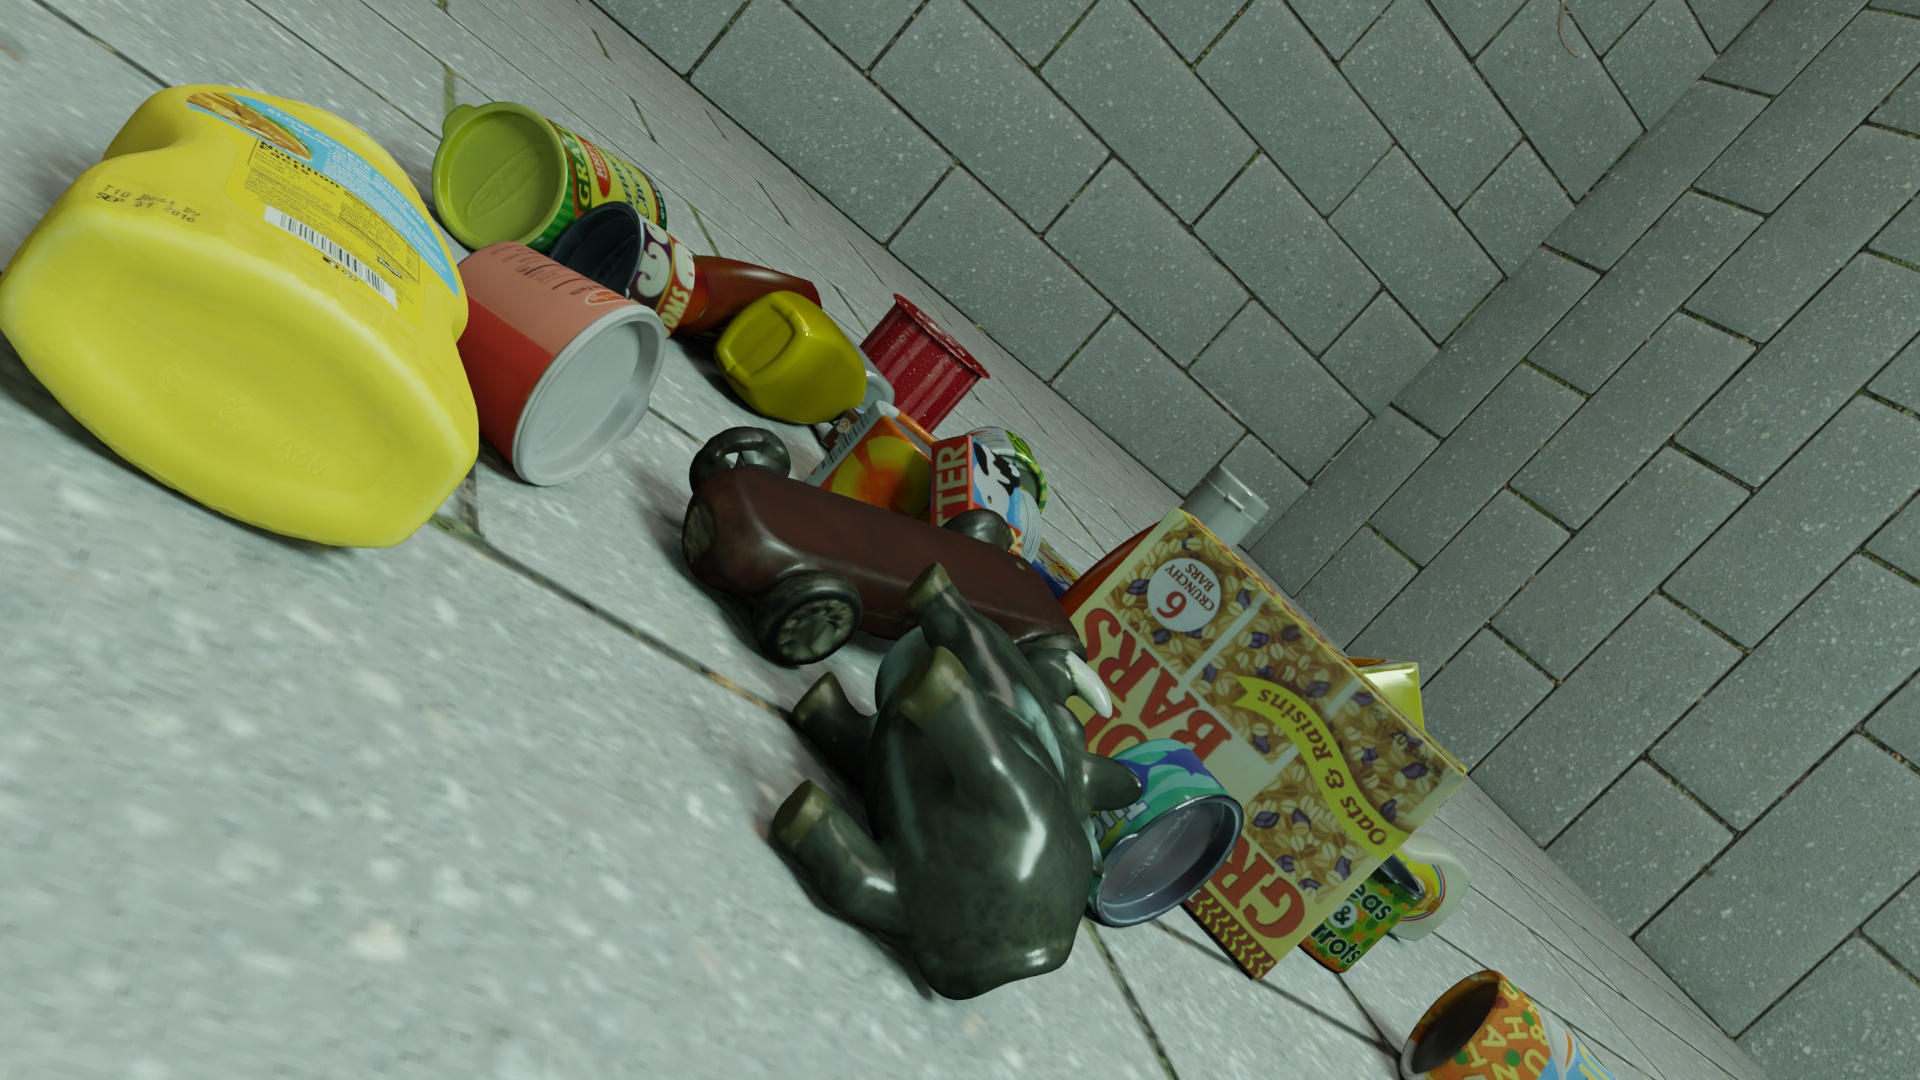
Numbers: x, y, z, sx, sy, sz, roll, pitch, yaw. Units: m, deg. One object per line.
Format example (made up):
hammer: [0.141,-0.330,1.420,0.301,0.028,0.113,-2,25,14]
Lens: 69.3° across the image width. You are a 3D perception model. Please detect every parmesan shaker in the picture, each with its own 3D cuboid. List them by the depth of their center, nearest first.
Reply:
parmesan shaker: [-0.191,-0.162,0.655,0.071,0.071,0.103,44,10,9]

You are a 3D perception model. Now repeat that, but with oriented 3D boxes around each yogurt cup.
yogurt cup: [-0.137,-0.060,0.449,0.054,0.072,0.072,35,9,9]

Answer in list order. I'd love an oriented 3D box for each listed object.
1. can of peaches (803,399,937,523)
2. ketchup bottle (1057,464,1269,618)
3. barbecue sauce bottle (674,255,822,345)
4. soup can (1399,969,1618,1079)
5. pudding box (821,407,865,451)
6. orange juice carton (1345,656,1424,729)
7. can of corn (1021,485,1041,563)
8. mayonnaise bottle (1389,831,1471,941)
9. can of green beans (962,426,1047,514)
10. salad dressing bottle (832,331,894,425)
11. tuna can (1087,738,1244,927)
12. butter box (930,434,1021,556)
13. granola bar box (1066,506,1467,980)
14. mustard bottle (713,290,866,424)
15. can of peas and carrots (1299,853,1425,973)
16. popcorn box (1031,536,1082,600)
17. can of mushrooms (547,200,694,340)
can of peaches: [-0.035,-0.029,0.715,0.071,0.058,0.071,40,10,-8]
ketchup bottle: [0.104,0.025,0.755,0.065,0.148,0.043,42,11,0]
barbecue sauce bottle: [-0.136,-0.133,0.774,0.149,0.065,0.043,-4,80,-69]
soup can: [0.252,0.243,0.620,0.084,0.071,0.071,43,10,6]
pudding box: [-0.045,-0.051,0.850,0.050,0.030,0.084,46,11,14]
orange juice carton: [0.160,0.097,0.722,0.072,0.073,0.192,-5,-1,-13]
can of corn: [0.003,-0.010,0.764,0.071,0.071,0.058,46,10,24]
mayonnaise bottle: [0.243,0.191,0.843,0.148,0.064,0.041,32,11,-28]
can of green beans: [0.023,-0.040,0.961,0.071,0.071,0.058,39,11,-17]
salad dressing bottle: [-0.091,-0.124,0.950,0.064,0.044,0.148,34,12,-37]
tuna can: [0.066,0.107,0.509,0.071,0.071,0.033,31,13,-48]
butter box: [0.008,0.006,0.667,0.053,0.024,0.104,30,54,-54]
granola bar box: [0.115,0.086,0.611,0.166,0.124,0.039,46,11,18]
mustard bottle: [-0.088,-0.097,0.804,0.049,0.065,0.160,49,5,12]
can of peas and carrots: [0.192,0.177,0.707,0.071,0.058,0.071,40,11,-9]
popcorn box: [0.027,0.008,0.852,0.127,0.038,0.085,45,11,15]
can of mushrooms: [-0.149,-0.108,0.599,0.033,0.071,0.071,33,13,-49]
